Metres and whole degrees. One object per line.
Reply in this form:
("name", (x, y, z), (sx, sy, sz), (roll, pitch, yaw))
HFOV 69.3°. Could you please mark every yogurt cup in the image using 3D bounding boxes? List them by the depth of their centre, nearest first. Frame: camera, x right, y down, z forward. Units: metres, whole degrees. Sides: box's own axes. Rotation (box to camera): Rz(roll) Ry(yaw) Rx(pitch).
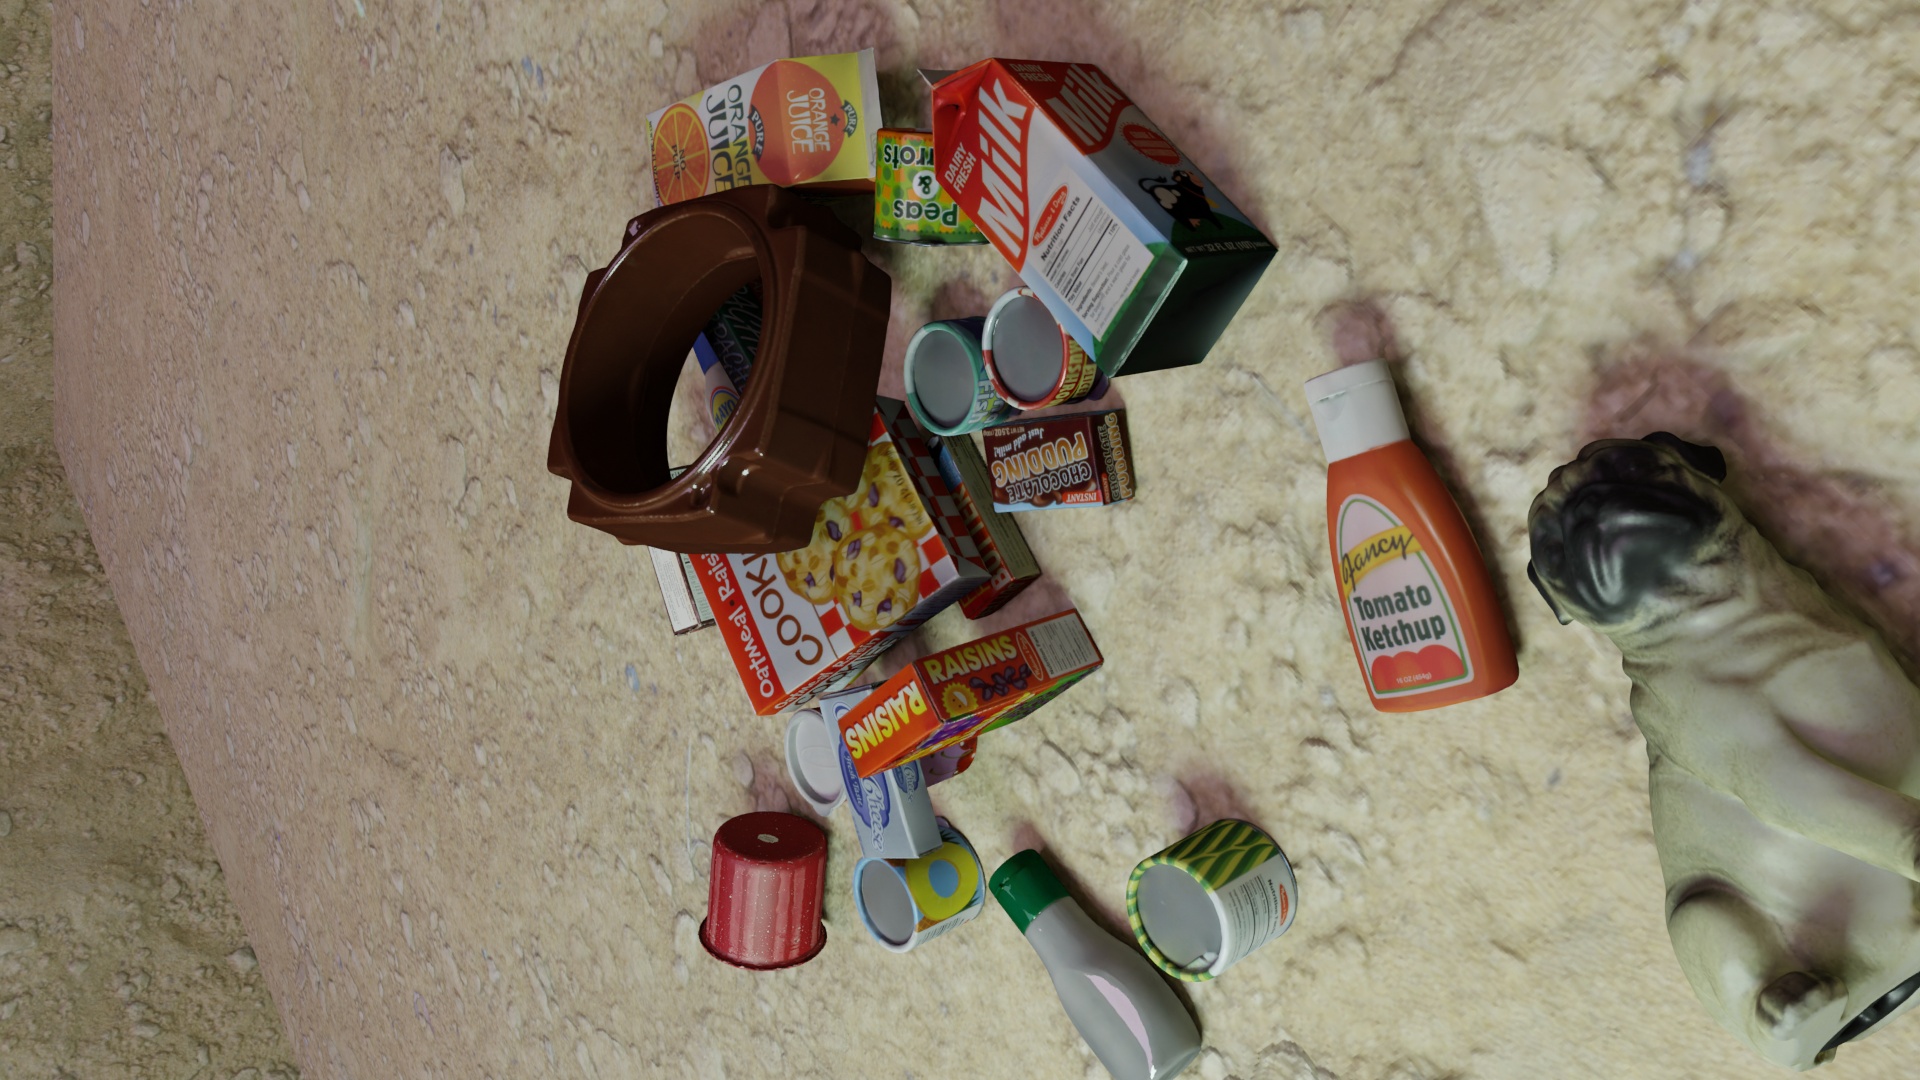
("yogurt cup", (-0.076, 0.138, 0.922), (0.072, 0.054, 0.072), (16, 112, 45))

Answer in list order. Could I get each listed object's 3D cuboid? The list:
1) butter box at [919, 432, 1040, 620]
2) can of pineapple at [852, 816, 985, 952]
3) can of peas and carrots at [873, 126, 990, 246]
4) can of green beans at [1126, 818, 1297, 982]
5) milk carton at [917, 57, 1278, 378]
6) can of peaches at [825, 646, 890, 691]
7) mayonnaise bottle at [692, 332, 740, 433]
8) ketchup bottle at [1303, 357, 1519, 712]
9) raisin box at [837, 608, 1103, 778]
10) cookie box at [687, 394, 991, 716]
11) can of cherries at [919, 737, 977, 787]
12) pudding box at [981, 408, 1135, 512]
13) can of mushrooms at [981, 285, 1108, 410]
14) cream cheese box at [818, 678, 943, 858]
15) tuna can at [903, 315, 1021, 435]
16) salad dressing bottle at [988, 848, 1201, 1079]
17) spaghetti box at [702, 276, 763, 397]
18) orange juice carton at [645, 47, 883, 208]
("butter box", (0.003, -0.010, 0.815), (0.053, 0.024, 0.103), (-42, 69, 45))
("can of pineapple", (-0.028, 0.220, 0.888), (0.071, 0.058, 0.070), (16, 112, 45))
("can of peas and carrots", (-0.014, -0.191, 0.749), (0.071, 0.071, 0.058), (20, 114, 44))
("can of green beans", (0.127, 0.182, 0.705), (0.071, 0.058, 0.071), (16, 112, 45))
("milk carton", (0.056, -0.172, 0.676), (0.191, 0.072, 0.073), (52, 134, 23))
("can of peaches", (-0.079, 0.055, 0.896), (0.057, 0.071, 0.071), (-46, 67, 45))
("mayonnaise bottle", (-0.144, -0.086, 0.946), (0.064, 0.041, 0.148), (-37, 73, 48))
("ketchup bottle", (0.187, -0.003, 0.598), (0.064, 0.044, 0.149), (-21, 84, 49))
("raisin box", (0.006, 0.084, 0.763), (0.085, 0.124, 0.040), (-40, 71, 46))
("cookie box", (-0.077, 0.011, 0.821), (0.167, 0.040, 0.123), (-35, 70, 26))
("can of cherries", (-0.032, 0.125, 0.867), (0.071, 0.058, 0.071), (16, 112, 44))
("pudding box", (0.052, -0.042, 0.747), (0.083, 0.030, 0.049), (-1, 101, 48))
("can of mushrooms", (0.046, -0.101, 0.736), (0.071, 0.033, 0.071), (15, 111, 45))
("cream cheese box", (-0.048, 0.136, 0.822), (0.053, 0.024, 0.104), (-18, 87, 47))
("tuna can", (0.001, -0.092, 0.788), (0.071, 0.033, 0.071), (16, 112, 45))
("salad dressing bottle", (0.073, 0.243, 0.794), (0.148, 0.044, 0.064), (48, 134, 30))
("spaghetti box", (-0.114, -0.092, 0.903), (0.028, 0.050, 0.250), (-49, 64, 41))
("orange juice carton", (-0.108, -0.239, 0.839), (0.192, 0.073, 0.071), (1, 99, 48))
